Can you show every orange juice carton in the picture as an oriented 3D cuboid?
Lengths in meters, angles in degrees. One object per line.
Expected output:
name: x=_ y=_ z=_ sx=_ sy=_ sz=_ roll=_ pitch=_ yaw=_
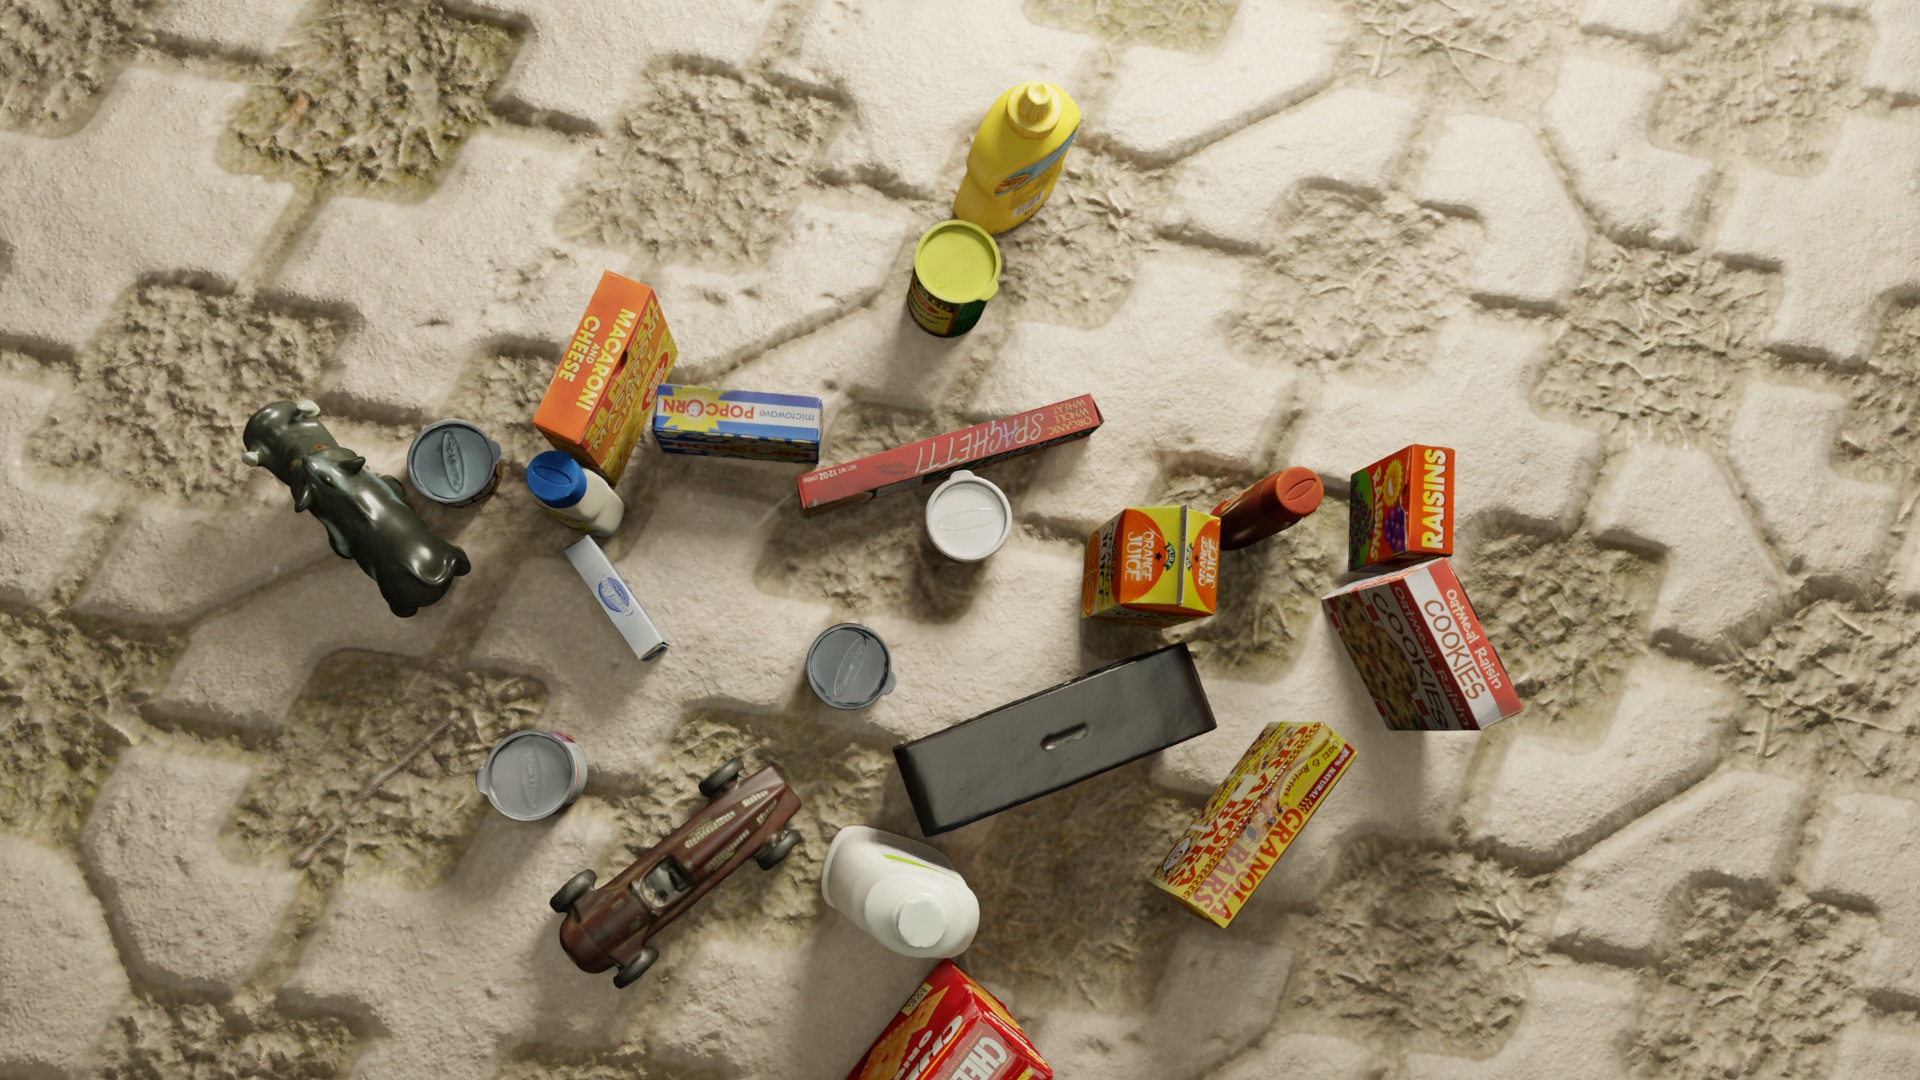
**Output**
orange juice carton: x=0.144 y=0.022 z=1.045 sx=0.073 sy=0.192 sz=0.072 roll=6 pitch=82 yaw=-5

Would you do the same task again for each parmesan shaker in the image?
parmesan shaker: x=-0.005 y=-0.204 z=1.108 sx=0.071 sy=0.103 sz=0.071 roll=1 pitch=82 yaw=-6

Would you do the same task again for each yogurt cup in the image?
yogurt cup: x=0.004 y=-0.014 z=1.106 sx=0.072 sy=0.054 sz=0.072 roll=1 pitch=82 yaw=-6

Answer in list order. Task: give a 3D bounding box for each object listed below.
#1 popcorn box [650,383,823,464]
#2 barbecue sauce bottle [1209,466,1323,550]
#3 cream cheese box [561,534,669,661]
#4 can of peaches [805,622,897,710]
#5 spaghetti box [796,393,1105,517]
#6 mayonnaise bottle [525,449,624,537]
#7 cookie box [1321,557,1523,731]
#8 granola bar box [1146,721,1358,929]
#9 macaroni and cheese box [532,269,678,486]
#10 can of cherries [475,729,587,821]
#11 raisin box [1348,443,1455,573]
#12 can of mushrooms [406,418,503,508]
popcorn box: x=-0.171 y=-0.089 z=1.083 sx=0.127 sy=0.085 sz=0.038 roll=4 pitch=82 yaw=-5
barbecue sauce bottle: x=0.241 y=-0.026 z=1.085 sx=0.065 sy=0.148 sz=0.043 roll=-31 pitch=86 yaw=-9
cream cheese box: x=-0.264 y=0.046 z=1.069 sx=0.024 sy=0.053 sz=0.104 roll=-36 pitch=87 yaw=-9
can of peaches: x=-0.085 y=0.100 z=1.078 sx=0.071 sy=0.058 sz=0.071 roll=1 pitch=82 yaw=-6
spaghetti box: x=-0.009 y=-0.068 z=1.114 sx=0.250 sy=0.050 sz=0.028 roll=-17 pitch=84 yaw=-8
mayonnaise bottle: x=-0.290 y=-0.035 z=1.030 sx=0.065 sy=0.148 sz=0.041 roll=21 pitch=81 yaw=-3
cookie box: x=0.351 y=0.083 z=1.070 sx=0.040 sy=0.167 sz=0.123 roll=-25 pitch=85 yaw=-9
granola bar box: x=0.220 y=0.213 z=1.059 sx=0.039 sy=0.124 sz=0.166 roll=40 pitch=80 yaw=1
macaroni and cheese box: x=-0.260 y=-0.116 z=1.036 sx=0.040 sy=0.166 sz=0.124 roll=23 pitch=80 yaw=-2
can of cherries: x=-0.320 y=0.175 z=1.041 sx=0.071 sy=0.058 sz=0.071 roll=1 pitch=82 yaw=-6
raisin box: x=0.350 y=-0.023 z=1.108 sx=0.040 sy=0.123 sz=0.086 roll=6 pitch=82 yaw=-5
can of mushrooms: x=-0.390 y=-0.059 z=1.081 sx=0.071 sy=0.033 sz=0.071 roll=1 pitch=82 yaw=-6
